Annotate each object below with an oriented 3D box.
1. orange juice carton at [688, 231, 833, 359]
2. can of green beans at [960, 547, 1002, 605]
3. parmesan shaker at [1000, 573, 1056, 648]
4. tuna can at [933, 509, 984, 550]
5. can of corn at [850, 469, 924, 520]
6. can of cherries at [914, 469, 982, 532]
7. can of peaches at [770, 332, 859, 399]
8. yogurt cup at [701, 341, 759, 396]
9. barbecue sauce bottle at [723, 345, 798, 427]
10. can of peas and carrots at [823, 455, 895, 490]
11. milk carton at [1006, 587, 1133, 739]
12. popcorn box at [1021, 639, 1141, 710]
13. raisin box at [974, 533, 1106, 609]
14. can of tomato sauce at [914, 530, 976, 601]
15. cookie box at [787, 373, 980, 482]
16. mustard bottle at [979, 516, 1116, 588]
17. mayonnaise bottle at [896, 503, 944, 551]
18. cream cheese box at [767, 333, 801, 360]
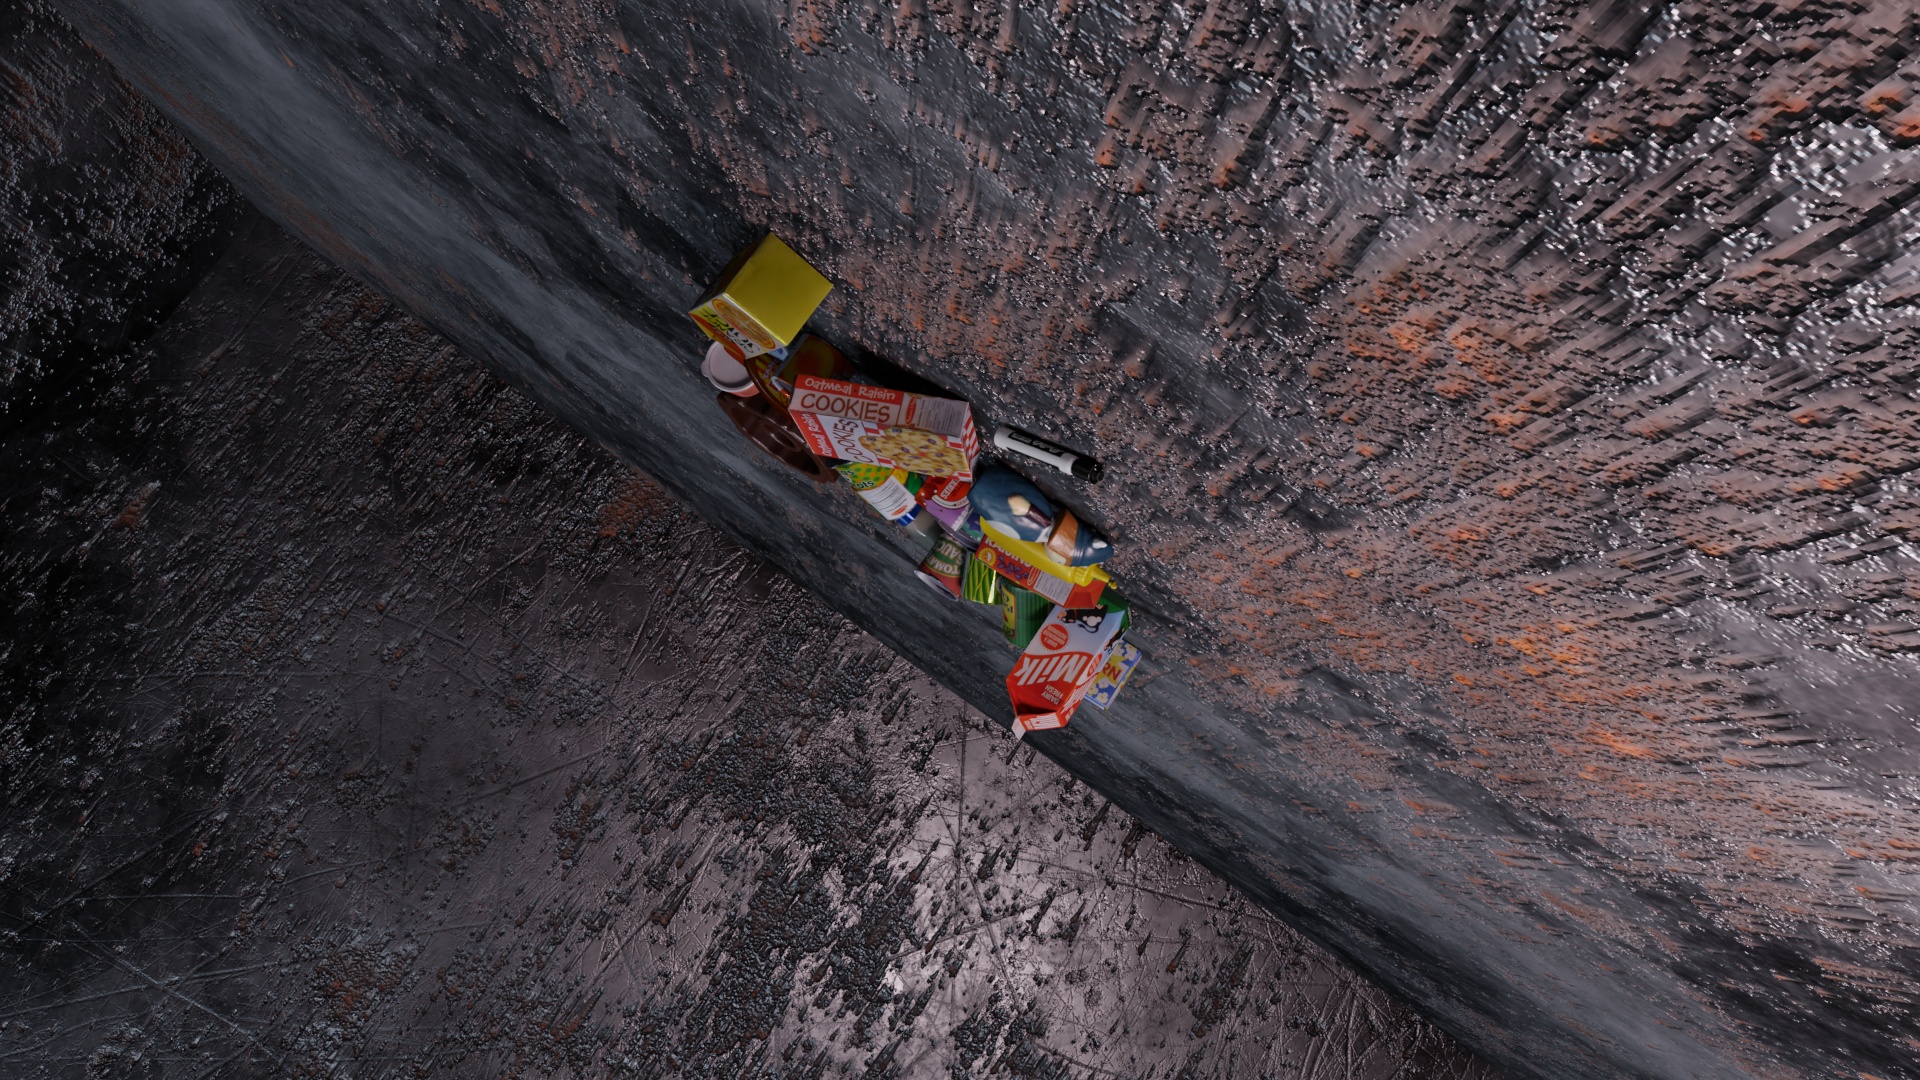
[{"bbox_3d":[-0.191,-0.219,1.276,0.073,0.072,0.192,39,168,-19],"label":"orange juice carton"},{"bbox_3d":[0.036,0.042,1.667,0.071,0.057,0.071,9,-169,-2],"label":"can of green beans"},{"bbox_3d":[0.080,0.066,1.614,0.071,0.071,0.102,29,144,28],"label":"parmesan shaker"},{"bbox_3d":[0.006,-0.020,1.629,0.071,0.033,0.071,33,169,8],"label":"tuna can"},{"bbox_3d":[-0.086,-0.068,1.621,0.058,0.071,0.071,44,166,-34],"label":"can of corn"},{"bbox_3d":[-0.007,-0.052,1.449,0.058,0.071,0.071,36,169,1],"label":"can of cherries"},{"bbox_3d":[-0.148,-0.166,1.406,0.071,0.058,0.071,34,168,8],"label":"can of peaches"},{"bbox_3d":[-0.249,-0.195,1.571,0.072,0.072,0.054,33,176,10],"label":"yogurt cup"},{"bbox_3d":[-0.195,-0.179,1.489,0.149,0.065,0.043,39,170,27],"label":"barbecue sauce bottle"},{"bbox_3d":[-0.114,-0.096,1.567,0.071,0.071,0.058,25,165,41],"label":"can of peas and carrots"},{"bbox_3d":[0.114,0.140,1.571,0.073,0.191,0.072,31,168,19],"label":"milk carton"},{"bbox_3d":[0.153,0.145,1.754,0.127,0.085,0.038,32,169,15],"label":"popcorn box"},{"bbox_3d":[0.088,0.031,1.518,0.123,0.040,0.086,30,-168,25],"label":"raisin box"},{"bbox_3d":[-0.007,0.023,1.715,0.071,0.083,0.071,33,168,8],"label":"can of tomato sauce"},{"bbox_3d":[-0.071,-0.108,1.333,0.167,0.040,0.122,11,164,9],"label":"cookie box"},{"bbox_3d":[0.096,0.008,1.441,0.160,0.049,0.065,30,166,20],"label":"mustard bottle"},{"bbox_3d":[-0.034,-0.010,1.775,0.148,0.041,0.064,40,167,-19],"label":"mayonnaise bottle"},{"bbox_3d":[-0.194,-0.217,1.415,0.053,0.024,0.103,30,168,26],"label":"cream cheese box"}]
